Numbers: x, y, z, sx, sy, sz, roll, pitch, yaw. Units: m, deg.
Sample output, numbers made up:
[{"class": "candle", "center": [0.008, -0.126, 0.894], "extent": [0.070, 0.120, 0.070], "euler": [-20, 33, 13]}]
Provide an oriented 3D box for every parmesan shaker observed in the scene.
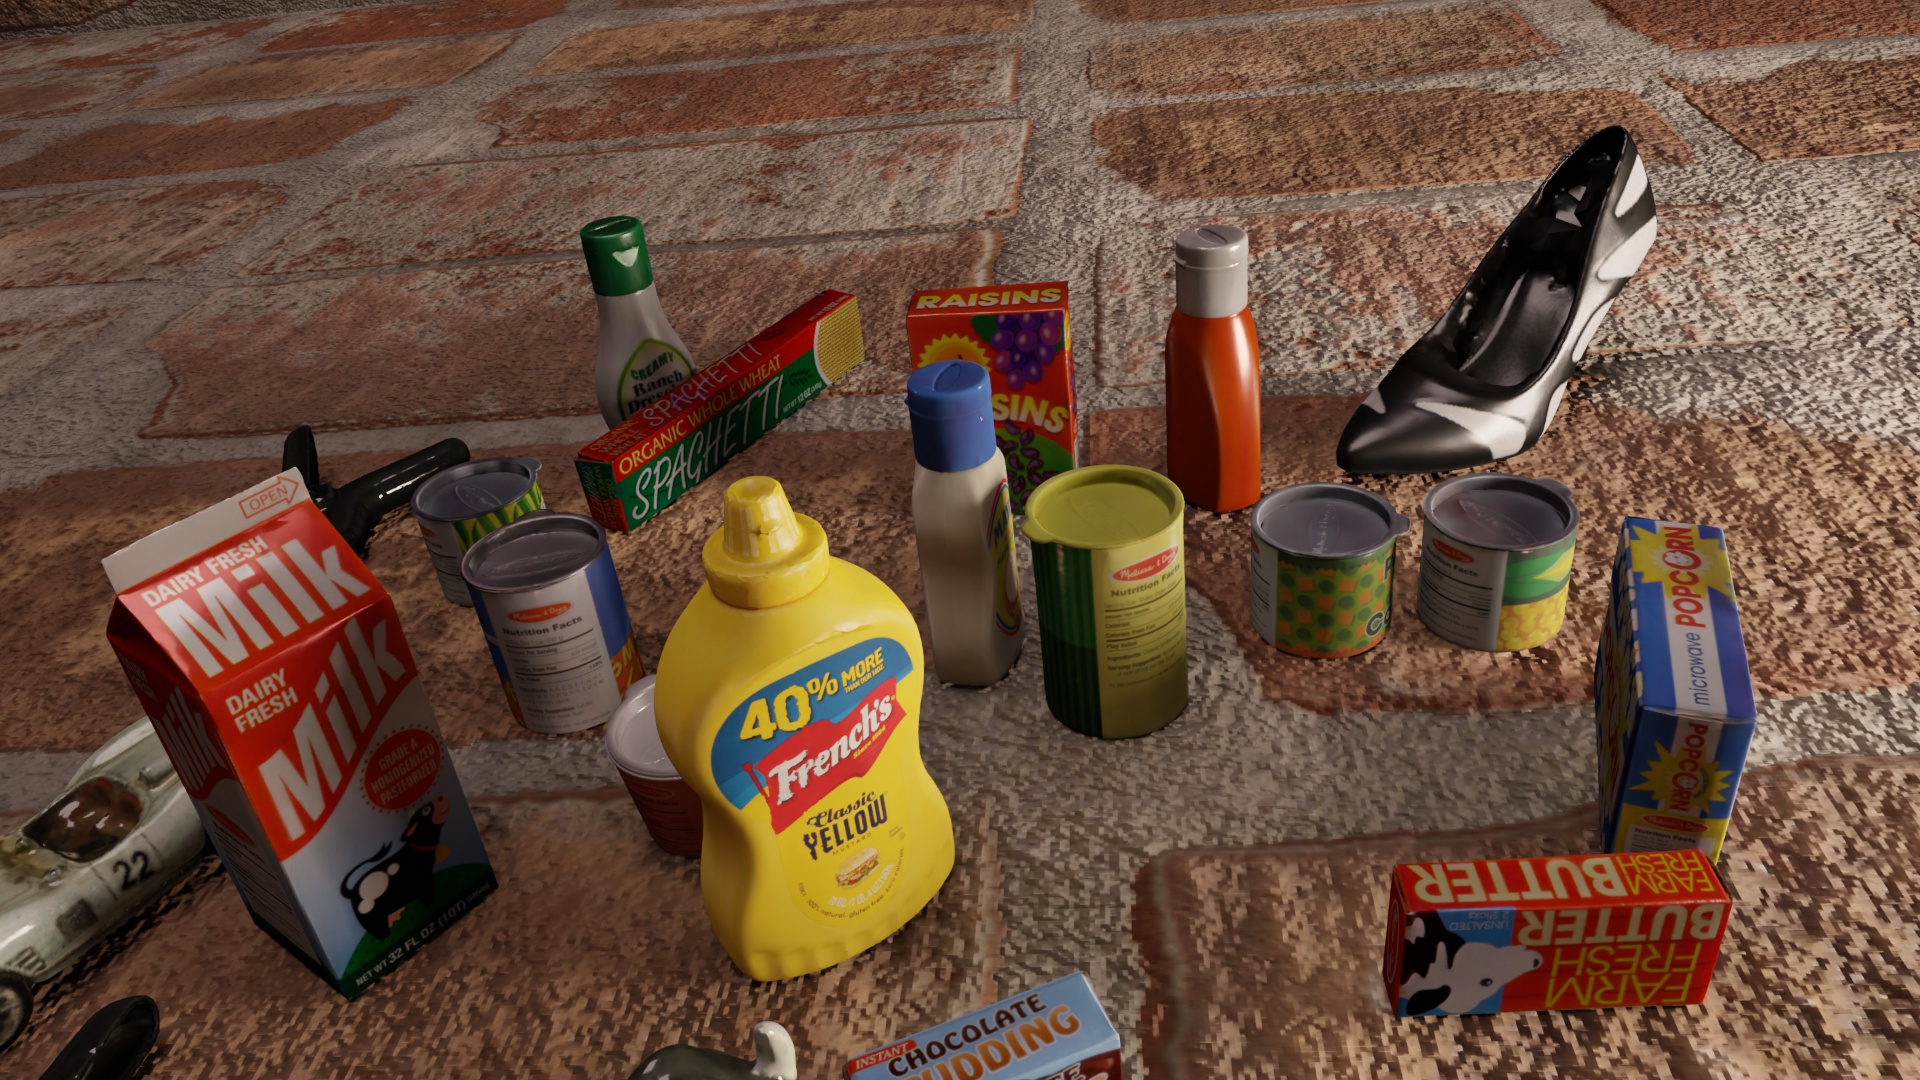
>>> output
[{"class": "parmesan shaker", "center": [0.063, 0.028, 0.606], "extent": [0.071, 0.102, 0.072], "euler": [-5, 32, 3]}]

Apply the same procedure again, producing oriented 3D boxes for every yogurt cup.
[{"class": "yogurt cup", "center": [-0.109, 0.094, 0.580], "extent": [0.072, 0.053, 0.073], "euler": [-5, 32, 3]}]

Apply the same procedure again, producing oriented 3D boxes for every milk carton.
[{"class": "milk carton", "center": [-0.246, 0.070, 0.517], "extent": [0.073, 0.189, 0.073], "euler": [18, 40, 34]}]

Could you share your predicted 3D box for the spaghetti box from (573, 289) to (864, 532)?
[{"class": "spaghetti box", "center": [-0.142, -0.088, 0.877], "extent": [0.029, 0.050, 0.251], "euler": [13, 37, 29]}]

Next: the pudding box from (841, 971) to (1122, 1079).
[{"class": "pudding box", "center": [0.009, 0.174, 0.436], "extent": [0.084, 0.049, 0.030], "euler": [-16, 33, -14]}]

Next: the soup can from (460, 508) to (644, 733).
[{"class": "soup can", "center": [-0.191, 0.037, 0.657], "extent": [0.071, 0.083, 0.072], "euler": [-5, 32, 3]}]

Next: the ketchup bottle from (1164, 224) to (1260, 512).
[{"class": "ketchup bottle", "center": [0.133, -0.091, 0.739], "extent": [0.043, 0.148, 0.065], "euler": [-16, 33, -14]}]

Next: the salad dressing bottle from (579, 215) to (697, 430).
[{"class": "salad dressing bottle", "center": [-0.199, -0.123, 0.852], "extent": [0.064, 0.147, 0.044], "euler": [-25, 36, -26]}]

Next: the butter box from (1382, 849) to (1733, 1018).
[{"class": "butter box", "center": [0.196, 0.132, 0.464], "extent": [0.103, 0.052, 0.024], "euler": [-4, 32, 4]}]

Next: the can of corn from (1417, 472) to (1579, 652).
[{"class": "can of corn", "center": [0.249, 0.009, 0.643], "extent": [0.071, 0.058, 0.071], "euler": [-5, 32, 3]}]

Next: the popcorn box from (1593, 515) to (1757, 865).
[{"class": "popcorn box", "center": [0.270, 0.060, 0.534], "extent": [0.038, 0.084, 0.127], "euler": [6, 34, 19]}]

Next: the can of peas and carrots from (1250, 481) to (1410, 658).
[{"class": "can of peas and carrots", "center": [0.172, 0.014, 0.650], "extent": [0.071, 0.058, 0.071], "euler": [-5, 32, 3]}]

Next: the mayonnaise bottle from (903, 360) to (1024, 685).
[{"class": "mayonnaise bottle", "center": [0.002, -0.008, 0.632], "extent": [0.041, 0.147, 0.065], "euler": [3, 33, 16]}]

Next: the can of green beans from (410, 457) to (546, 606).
[{"class": "can of green beans", "center": [-0.258, -0.005, 0.761], "extent": [0.071, 0.057, 0.071], "euler": [-5, 32, 3]}]

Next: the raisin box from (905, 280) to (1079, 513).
[{"class": "raisin box", "center": [0.020, -0.076, 0.759], "extent": [0.086, 0.122, 0.040], "euler": [-2, 32, 9]}]
